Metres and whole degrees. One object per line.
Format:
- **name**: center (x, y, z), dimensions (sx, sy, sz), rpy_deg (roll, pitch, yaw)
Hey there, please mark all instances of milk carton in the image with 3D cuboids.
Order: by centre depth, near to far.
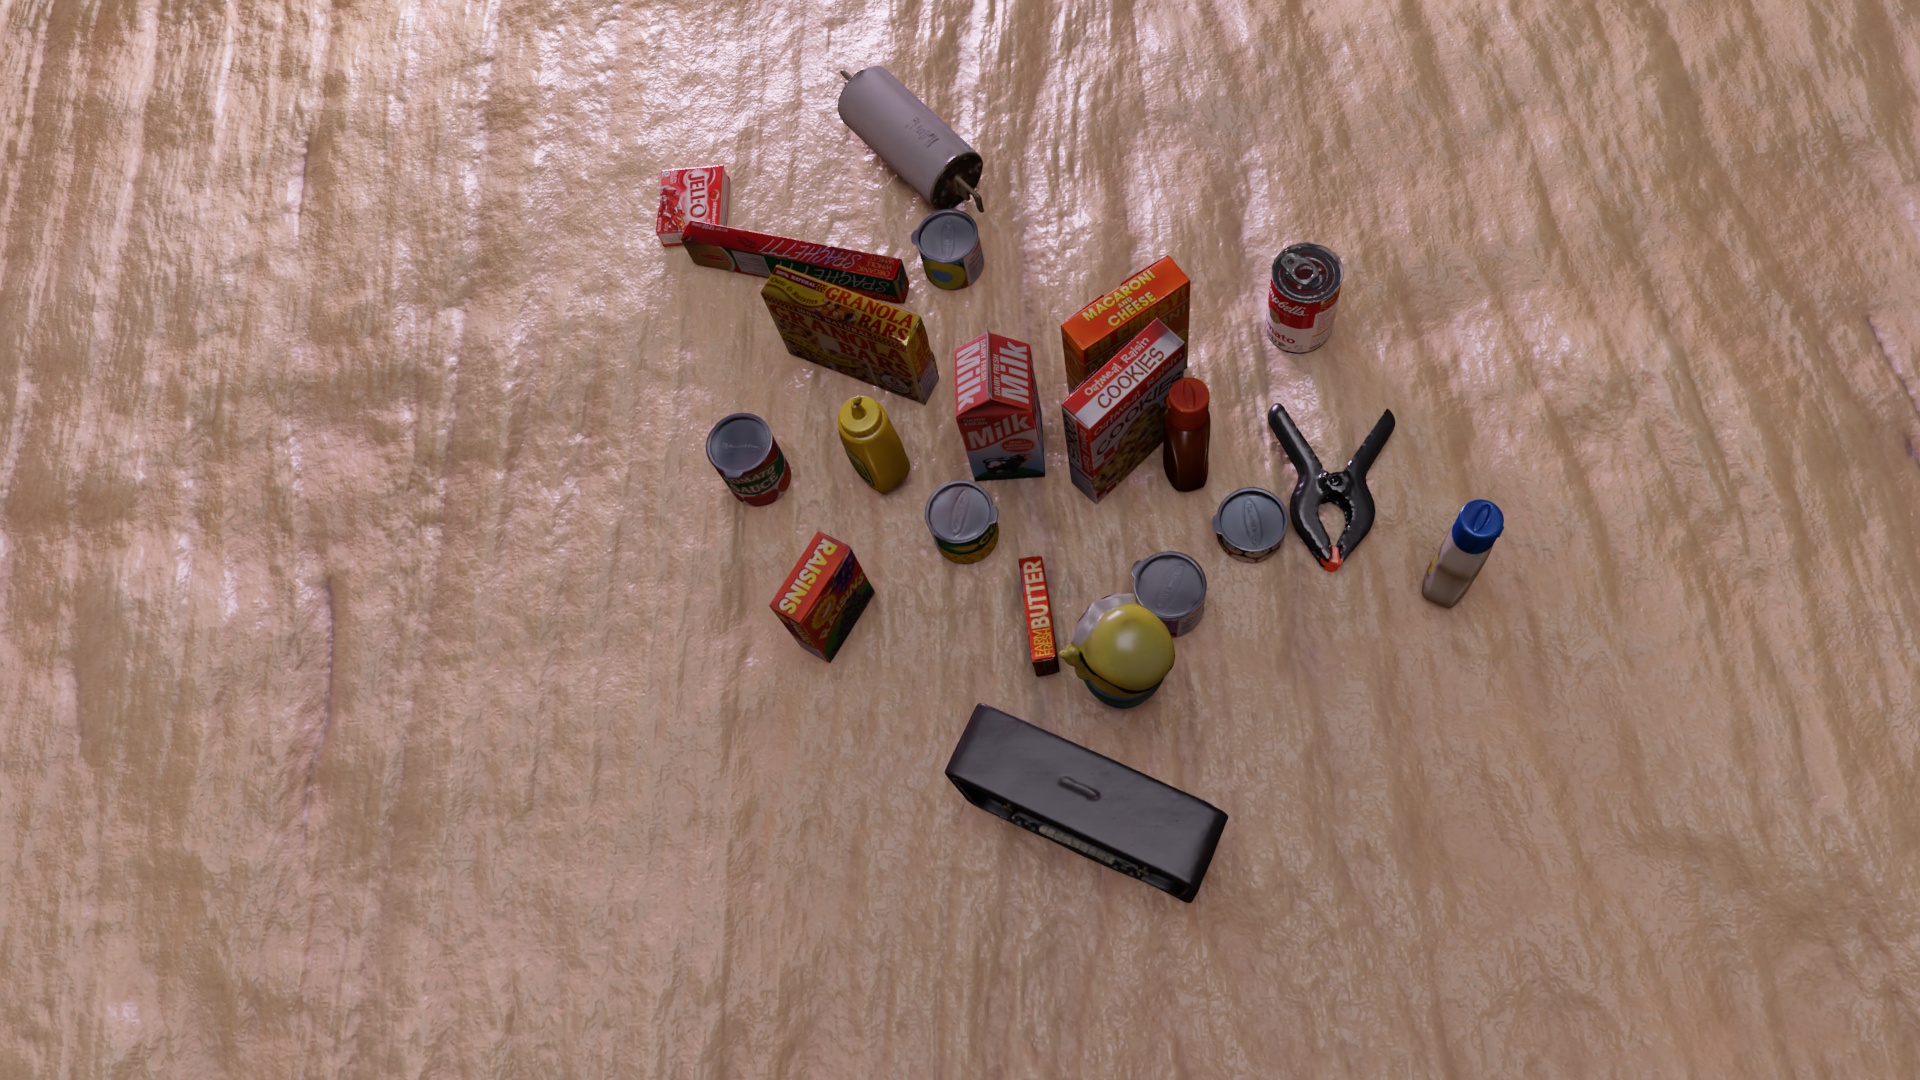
- **milk carton**: center (0.036, -0.127, 1.315), dimensions (0.073, 0.190, 0.072), rpy_deg (-4, 67, 6)

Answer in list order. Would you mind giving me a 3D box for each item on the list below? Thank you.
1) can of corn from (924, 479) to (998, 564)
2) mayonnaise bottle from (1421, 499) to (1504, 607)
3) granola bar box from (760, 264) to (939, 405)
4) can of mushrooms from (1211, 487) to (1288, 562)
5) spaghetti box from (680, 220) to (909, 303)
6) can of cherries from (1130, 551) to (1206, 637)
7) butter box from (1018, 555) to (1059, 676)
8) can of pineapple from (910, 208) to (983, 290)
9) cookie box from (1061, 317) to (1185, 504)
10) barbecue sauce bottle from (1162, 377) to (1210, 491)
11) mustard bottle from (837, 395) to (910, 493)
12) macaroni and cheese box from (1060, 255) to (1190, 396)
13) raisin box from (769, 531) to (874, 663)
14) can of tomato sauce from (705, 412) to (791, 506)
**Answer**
- **can of corn**: center (0.005, -0.017, 1.345), dimensions (0.071, 0.058, 0.071), rpy_deg (-3, 67, 7)
- **mayonnaise bottle**: center (0.444, 0.008, 1.225), dimensions (0.041, 0.147, 0.065), rpy_deg (26, 74, 17)
- **granola bar box**: center (-0.109, -0.208, 1.405), dimensions (0.166, 0.123, 0.039), rpy_deg (22, 73, 16)
- **can of mushrooms**: center (0.274, -0.014, 1.320), dimensions (0.071, 0.033, 0.071), rpy_deg (-3, 67, 7)
- **spaghetti box**: center (-0.177, -0.299, 1.493), dimensions (0.250, 0.050, 0.029), rpy_deg (13, 70, 13)
- **can of cherries**: center (0.192, 0.049, 1.291), dimensions (0.071, 0.058, 0.072), rpy_deg (-3, 67, 7)
- **butter box**: center (0.074, 0.071, 1.301), dimensions (0.024, 0.053, 0.104), rpy_deg (-9, 67, 5)
- **can of pineapple**: center (-0.012, -0.308, 1.470), dimensions (0.071, 0.057, 0.071), rpy_deg (-3, 67, 7)
- **cookie box**: center (0.154, -0.119, 1.308), dimensions (0.123, 0.167, 0.040), rpy_deg (-43, 69, -10)
- **barbecue sauce bottle**: center (0.212, -0.102, 1.303), dimensions (0.044, 0.148, 0.065), rpy_deg (-8, 67, 5)
- **mustard bottle**: center (-0.089, -0.101, 1.338), dimensions (0.049, 0.159, 0.065), rpy_deg (-39, 68, -9)
- **macaroni and cheese box**: center (0.160, -0.187, 1.336), dimensions (0.124, 0.166, 0.040), rpy_deg (-34, 67, -6)
- **raisin box**: center (-0.127, 0.055, 1.298), dimensions (0.040, 0.123, 0.086), rpy_deg (28, 74, 18)
- **can of tomato sauce**: center (-0.210, -0.078, 1.387), dimensions (0.071, 0.083, 0.071), rpy_deg (-3, 67, 7)
